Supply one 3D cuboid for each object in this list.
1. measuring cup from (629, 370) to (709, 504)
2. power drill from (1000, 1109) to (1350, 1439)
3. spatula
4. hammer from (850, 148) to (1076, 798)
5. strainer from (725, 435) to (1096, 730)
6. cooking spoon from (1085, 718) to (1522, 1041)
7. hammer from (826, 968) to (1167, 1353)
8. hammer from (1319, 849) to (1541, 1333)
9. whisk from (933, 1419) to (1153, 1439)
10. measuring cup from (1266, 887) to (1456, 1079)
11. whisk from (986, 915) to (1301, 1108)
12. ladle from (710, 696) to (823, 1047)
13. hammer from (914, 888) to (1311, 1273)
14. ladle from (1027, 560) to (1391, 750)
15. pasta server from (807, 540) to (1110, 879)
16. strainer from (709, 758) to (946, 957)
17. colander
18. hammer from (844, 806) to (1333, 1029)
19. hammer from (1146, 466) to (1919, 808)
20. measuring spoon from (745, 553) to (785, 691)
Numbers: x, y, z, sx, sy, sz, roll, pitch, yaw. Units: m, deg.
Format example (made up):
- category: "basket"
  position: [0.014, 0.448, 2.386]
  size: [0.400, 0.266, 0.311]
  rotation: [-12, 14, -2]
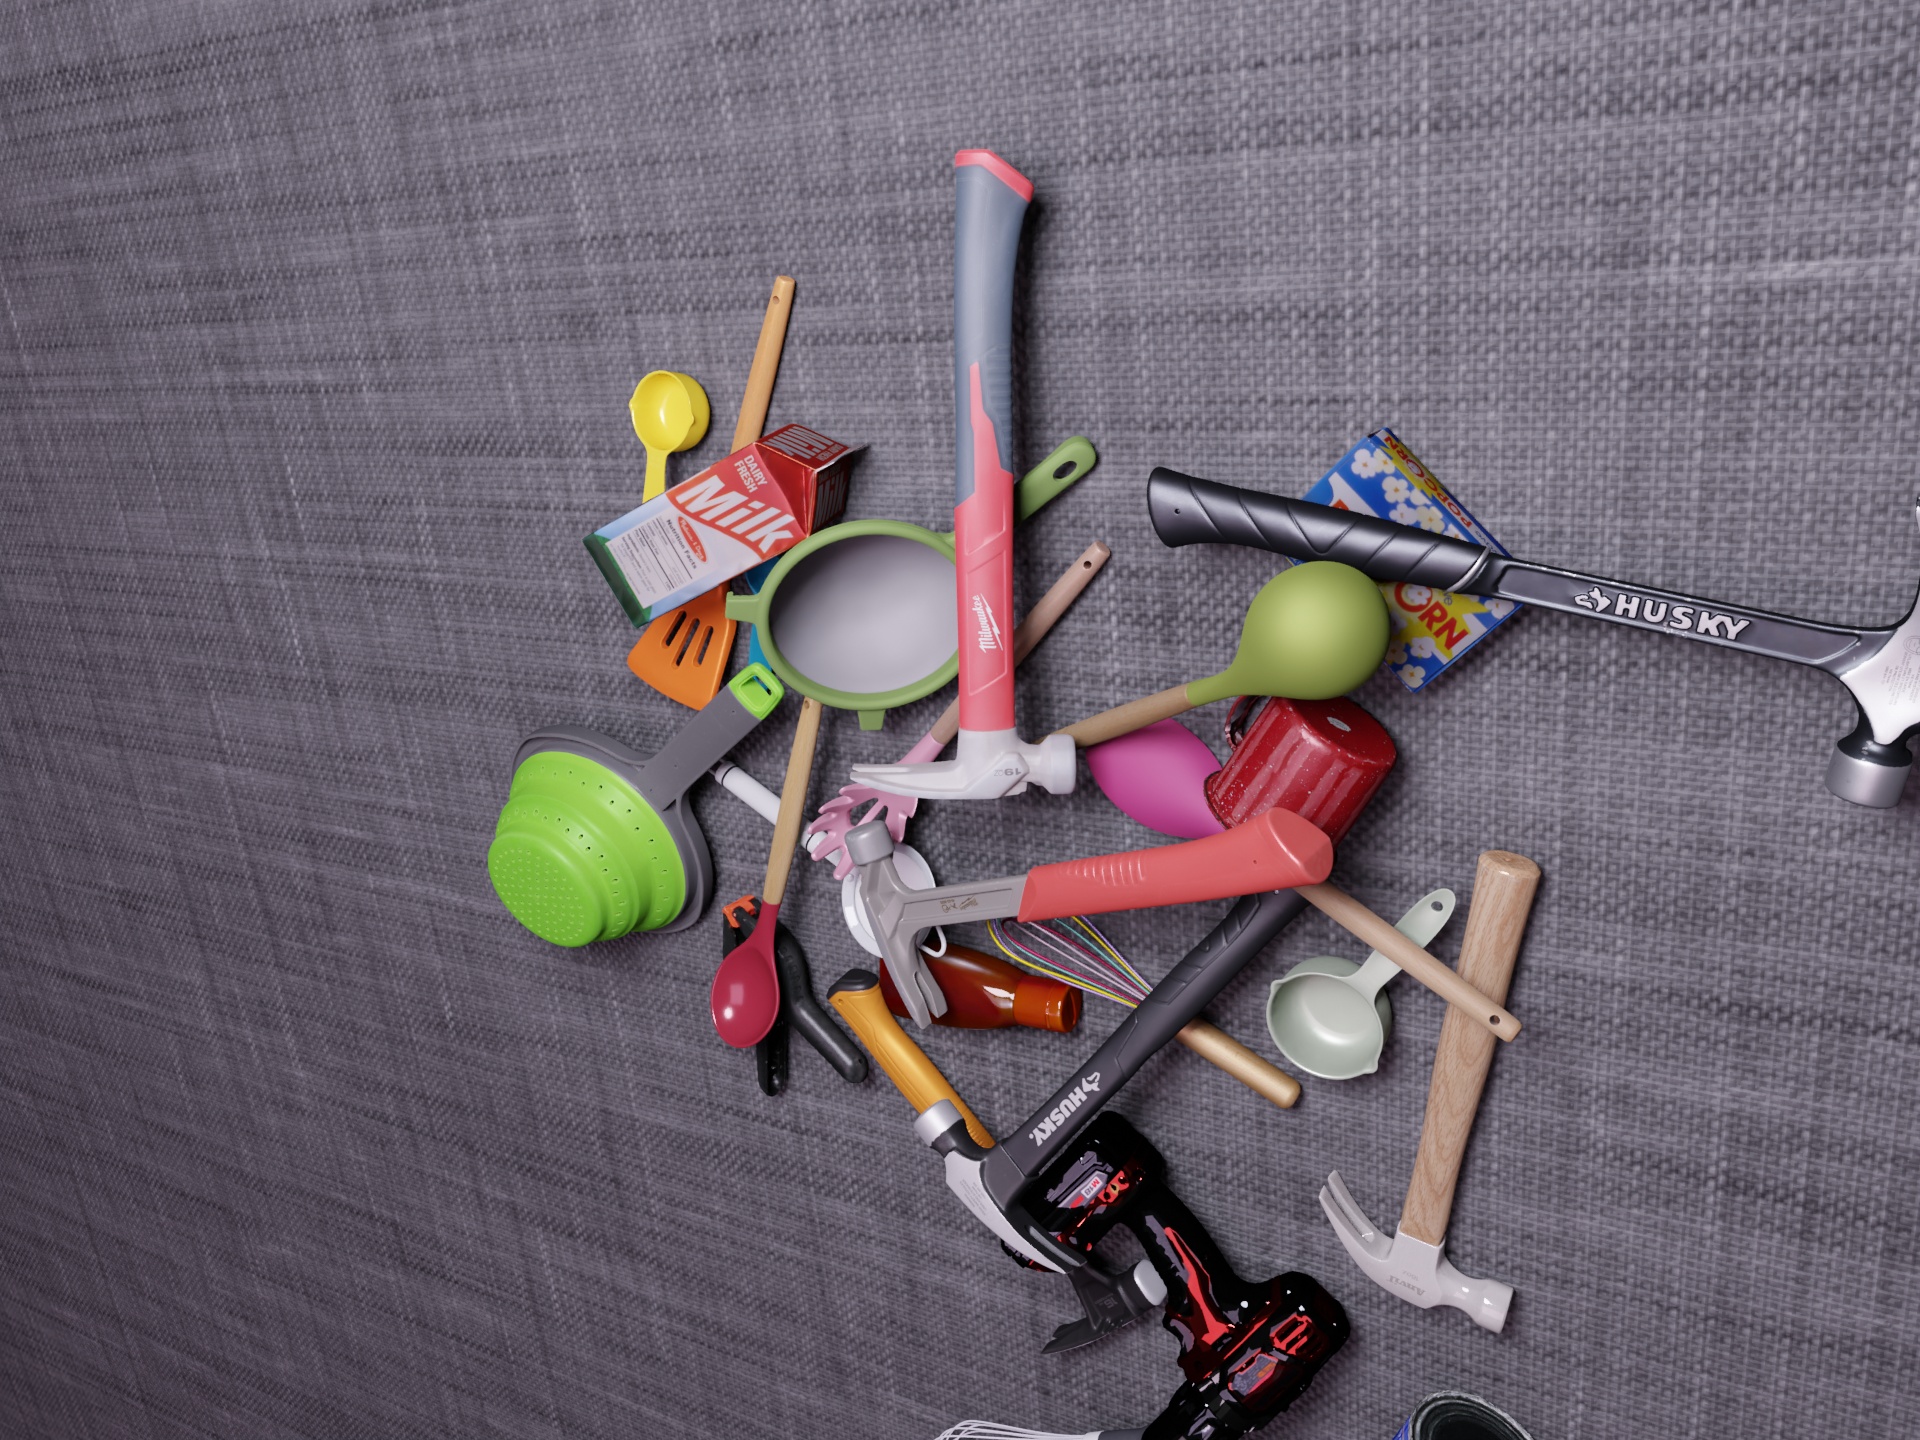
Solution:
- category: "measuring cup"
  position: [-0.210, -0.173, 1.144]
  size: [0.062, 0.029, 0.156]
  rotation: [19, 111, 30]
- category: "power drill"
  position: [0.134, 0.413, 1.123]
  size: [0.227, 0.080, 0.188]
  rotation: [42, 103, 8]
- category: "spatula"
  position: [-0.166, -0.158, 1.127]
  size: [0.081, 0.041, 0.322]
  rotation: [30, 121, 17]
- category: "hammer"
  position: [-0.001, -0.140, 0.960]
  size: [0.143, 0.038, 0.386]
  rotation: [-1, 105, 0]
- category: "strainer"
  position: [-0.021, -0.113, 1.040]
  size: [0.256, 0.069, 0.151]
  rotation: [-36, 126, 18]
- category: "cooking spoon"
  position: [0.204, 0.092, 0.977]
  size: [0.319, 0.017, 0.068]
  rotation: [37, 101, 26]
- category: "hammer"
  position: [0.009, 0.333, 1.224]
  size: [0.337, 0.034, 0.127]
  rotation: [50, 125, 5]
- category: "hammer"
  position: [0.308, 0.231, 0.997]
  size: [0.130, 0.031, 0.331]
  rotation: [16, 117, 25]
- category: "whisk"
  position: [0.083, 0.583, 1.272]
  size: [0.284, 0.070, 0.070]
  rotation: [-24, 96, 31]
- category: "measuring cup"
  position: [0.259, 0.155, 0.994]
  size: [0.083, 0.038, 0.167]
  rotation: [40, 123, 12]
- category: "whisk"
  position: [0.121, 0.193, 1.092]
  size: [0.245, 0.047, 0.051]
  rotation: [32, 122, 13]
- category: "ladle"
  position: [-0.137, 0.112, 1.186]
  size: [0.069, 0.031, 0.315]
  rotation: [32, 120, 31]
- category: "hammer"
  position: [0.117, 0.218, 1.047]
  size: [0.334, 0.035, 0.146]
  rotation: [-49, 66, 18]
- category: "ladle"
  position: [0.130, -0.019, 0.956]
  size: [0.078, 0.062, 0.320]
  rotation: [40, 152, -16]
- category: "pasta server"
  position: [-0.002, -0.003, 1.076]
  size: [0.060, 0.040, 0.316]
  rotation: [41, 120, 0]
- category: "strainer"
  position: [-0.098, 0.095, 1.190]
  size: [0.259, 0.050, 0.087]
  rotation: [34, 107, 23]
- category: "colander"
  position: [-0.260, 0.076, 1.214]
  size: [0.204, 0.094, 0.397]
  rotation: [47, 134, -5]
- category: "hammer"
  position: [0.073, 0.114, 0.995]
  size: [0.359, 0.037, 0.149]
  rotation: [-14, 101, 43]
- category: "hammer"
  position: [0.287, -0.079, 0.832]
  size: [0.409, 0.036, 0.149]
  rotation: [17, 116, 25]
- category: "measuring spoon"
  position: [-0.139, -0.072, 1.164]
  size: [0.042, 0.021, 0.128]
  rotation: [27, 130, 19]
